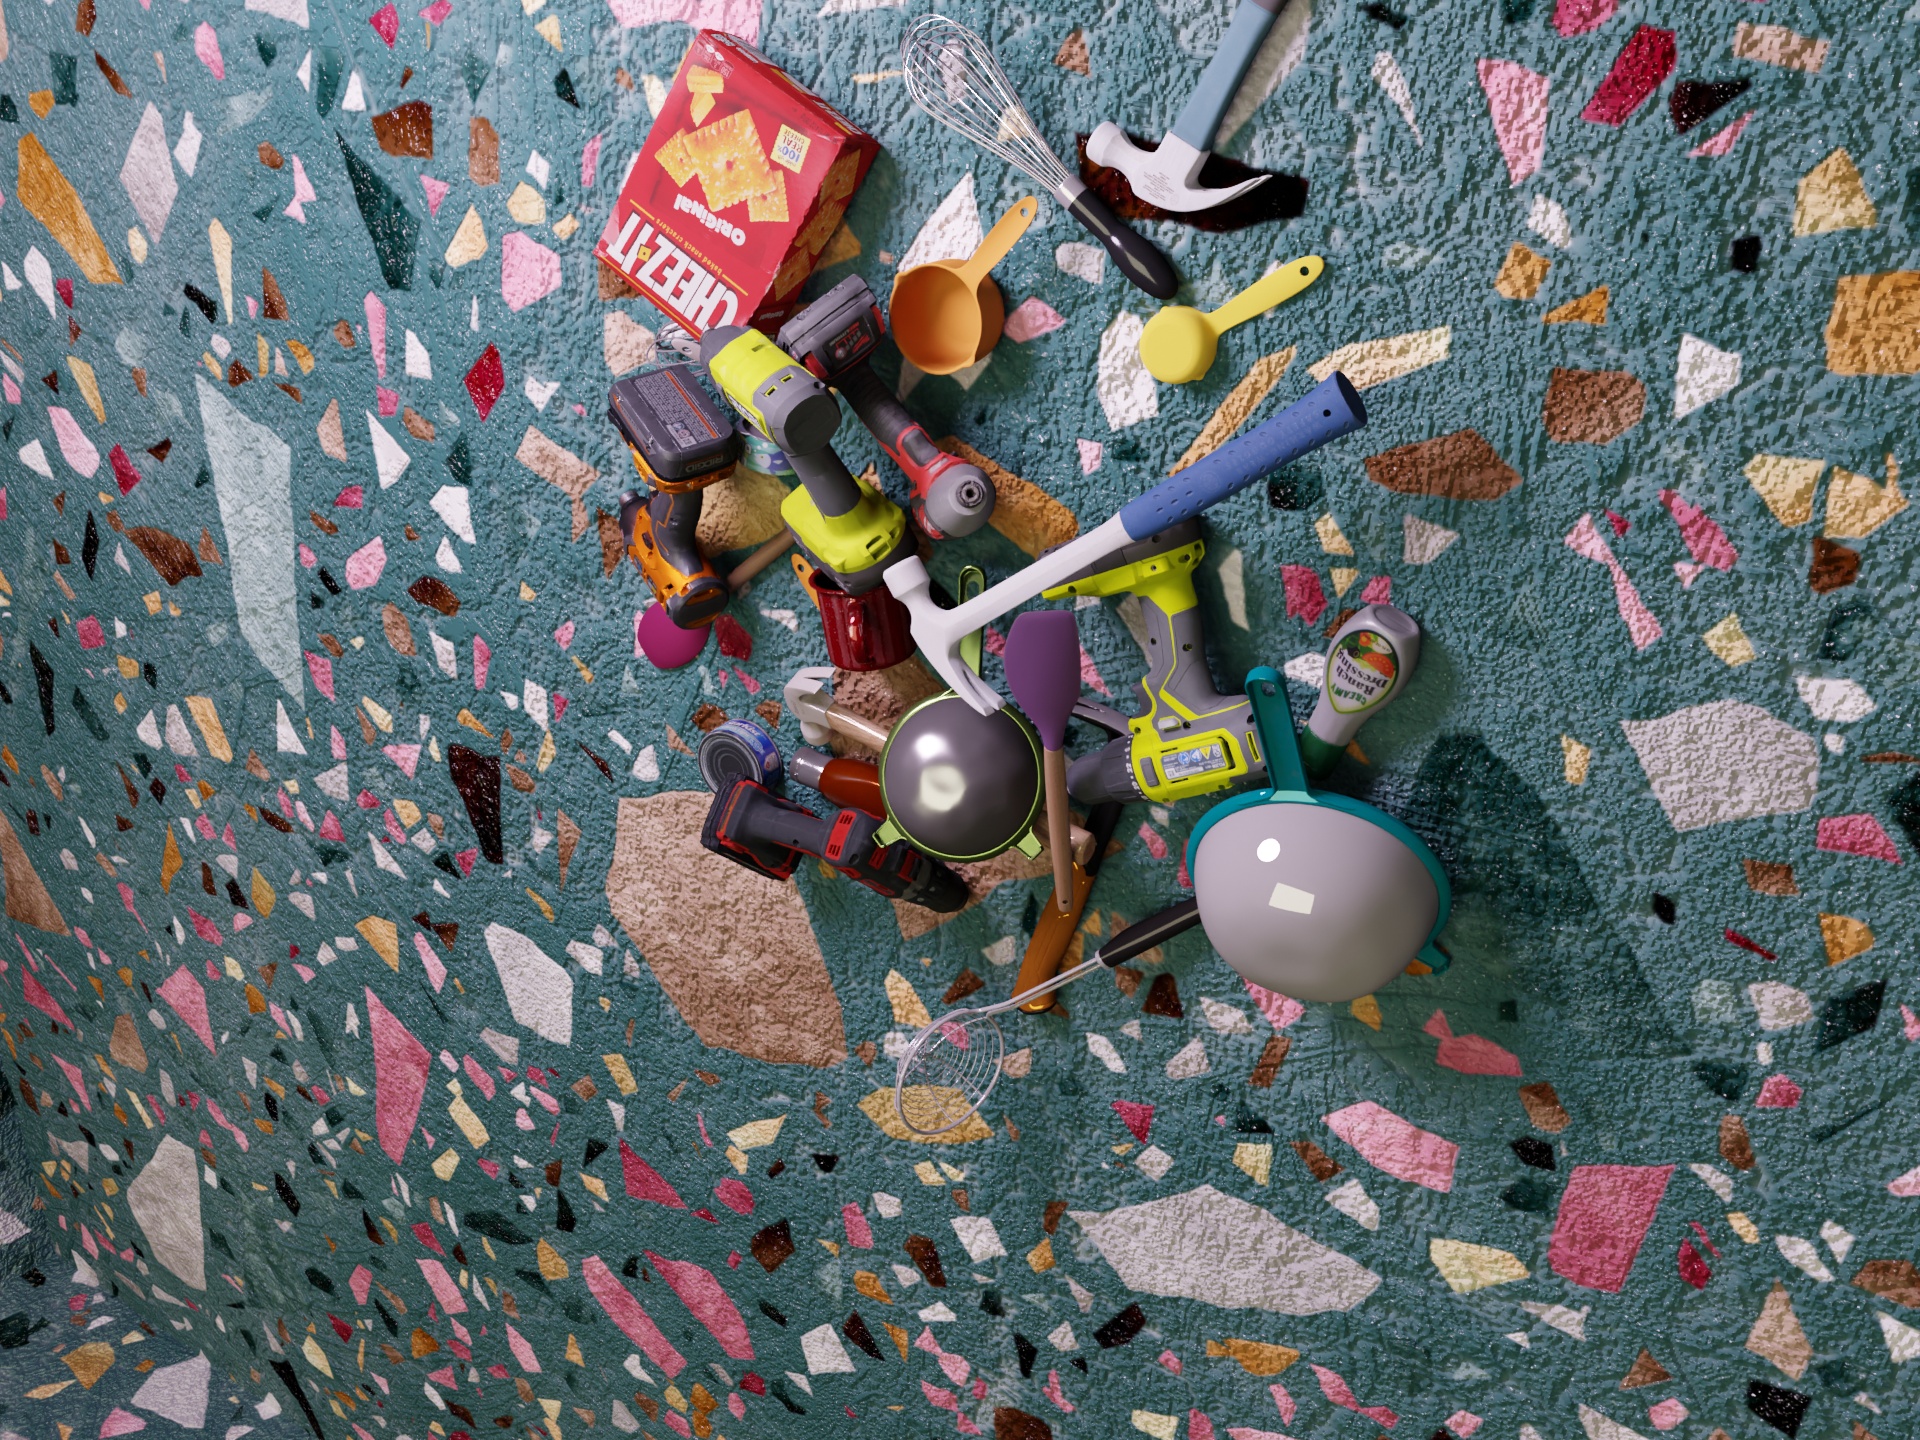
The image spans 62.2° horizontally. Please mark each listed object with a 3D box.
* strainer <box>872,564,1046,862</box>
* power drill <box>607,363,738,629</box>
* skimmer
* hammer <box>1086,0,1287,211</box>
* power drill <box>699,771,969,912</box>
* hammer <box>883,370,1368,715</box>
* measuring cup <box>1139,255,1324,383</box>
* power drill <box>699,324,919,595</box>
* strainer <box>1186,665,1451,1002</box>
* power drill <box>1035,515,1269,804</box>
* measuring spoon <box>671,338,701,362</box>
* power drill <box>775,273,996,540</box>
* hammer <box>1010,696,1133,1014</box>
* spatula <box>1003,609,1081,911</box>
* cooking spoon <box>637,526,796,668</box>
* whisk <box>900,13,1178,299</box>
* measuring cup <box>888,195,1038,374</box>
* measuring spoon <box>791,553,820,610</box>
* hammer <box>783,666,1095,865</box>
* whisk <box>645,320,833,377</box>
[{"bbox_3d":[-0.002,-0.004,1.340,0.151,0.069,0.256,4,93,15],"label":"strainer"},{"bbox_3d":[-0.272,-0.212,1.464,0.164,0.084,0.226,52,150,27],"label":"power drill"},{"bbox_3d":[0.089,0.267,1.440,0.363,0.127,0.090,-32,51,26],"label":"skimmer"},{"bbox_3d":[0.208,-0.495,1.069,0.128,0.033,0.330,40,128,13],"label":"hammer"},{"bbox_3d":[-0.115,0.125,1.517,0.227,0.187,0.080,9,73,40],"label":"power drill"},{"bbox_3d":[0.120,-0.136,1.191,0.405,0.035,0.144,-27,92,35],"label":"hammer"},{"bbox_3d":[0.197,-0.298,1.171,0.156,0.029,0.062,-24,97,41],"label":"measuring cup"},{"bbox_3d":[-0.130,-0.220,1.308,0.171,0.080,0.223,44,170,40],"label":"power drill"},{"bbox_3d":[0.252,0.111,1.209,0.211,0.095,0.340,1,135,26],"label":"strainer"},{"bbox_3d":[0.144,-0.043,1.277,0.190,0.080,0.228,-15,97,34],"label":"power drill"},{"bbox_3d":[-0.199,-0.302,1.401,0.124,0.018,0.034,24,150,-17],"label":"measuring spoon"},{"bbox_3d":[-0.052,-0.241,1.285,0.219,0.078,0.143,53,175,-9],"label":"power drill"},{"bbox_3d":[0.099,0.136,1.439,0.127,0.034,0.336,30,125,18],"label":"hammer"},{"bbox_3d":[0.075,0.040,1.291,0.060,0.018,0.315,-3,128,6],"label":"spatula"},{"bbox_3d":[-0.223,-0.132,1.538,0.319,0.017,0.069,-32,91,40],"label":"cooking spoon"},{"bbox_3d":[0.061,-0.419,1.192,0.284,0.070,0.070,45,129,2],"label":"whisk"},{"bbox_3d":[0.017,-0.350,1.255,0.095,0.052,0.173,50,127,4],"label":"measuring cup"},{"bbox_3d":[-0.128,-0.105,1.491,0.021,0.011,0.117,-28,94,39],"label":"measuring spoon"},{"bbox_3d":[-0.025,0.041,1.428,0.331,0.031,0.129,27,157,23],"label":"hammer"},{"bbox_3d":[-0.179,-0.334,1.398,0.239,0.055,0.055,2,113,29],"label":"whisk"}]
